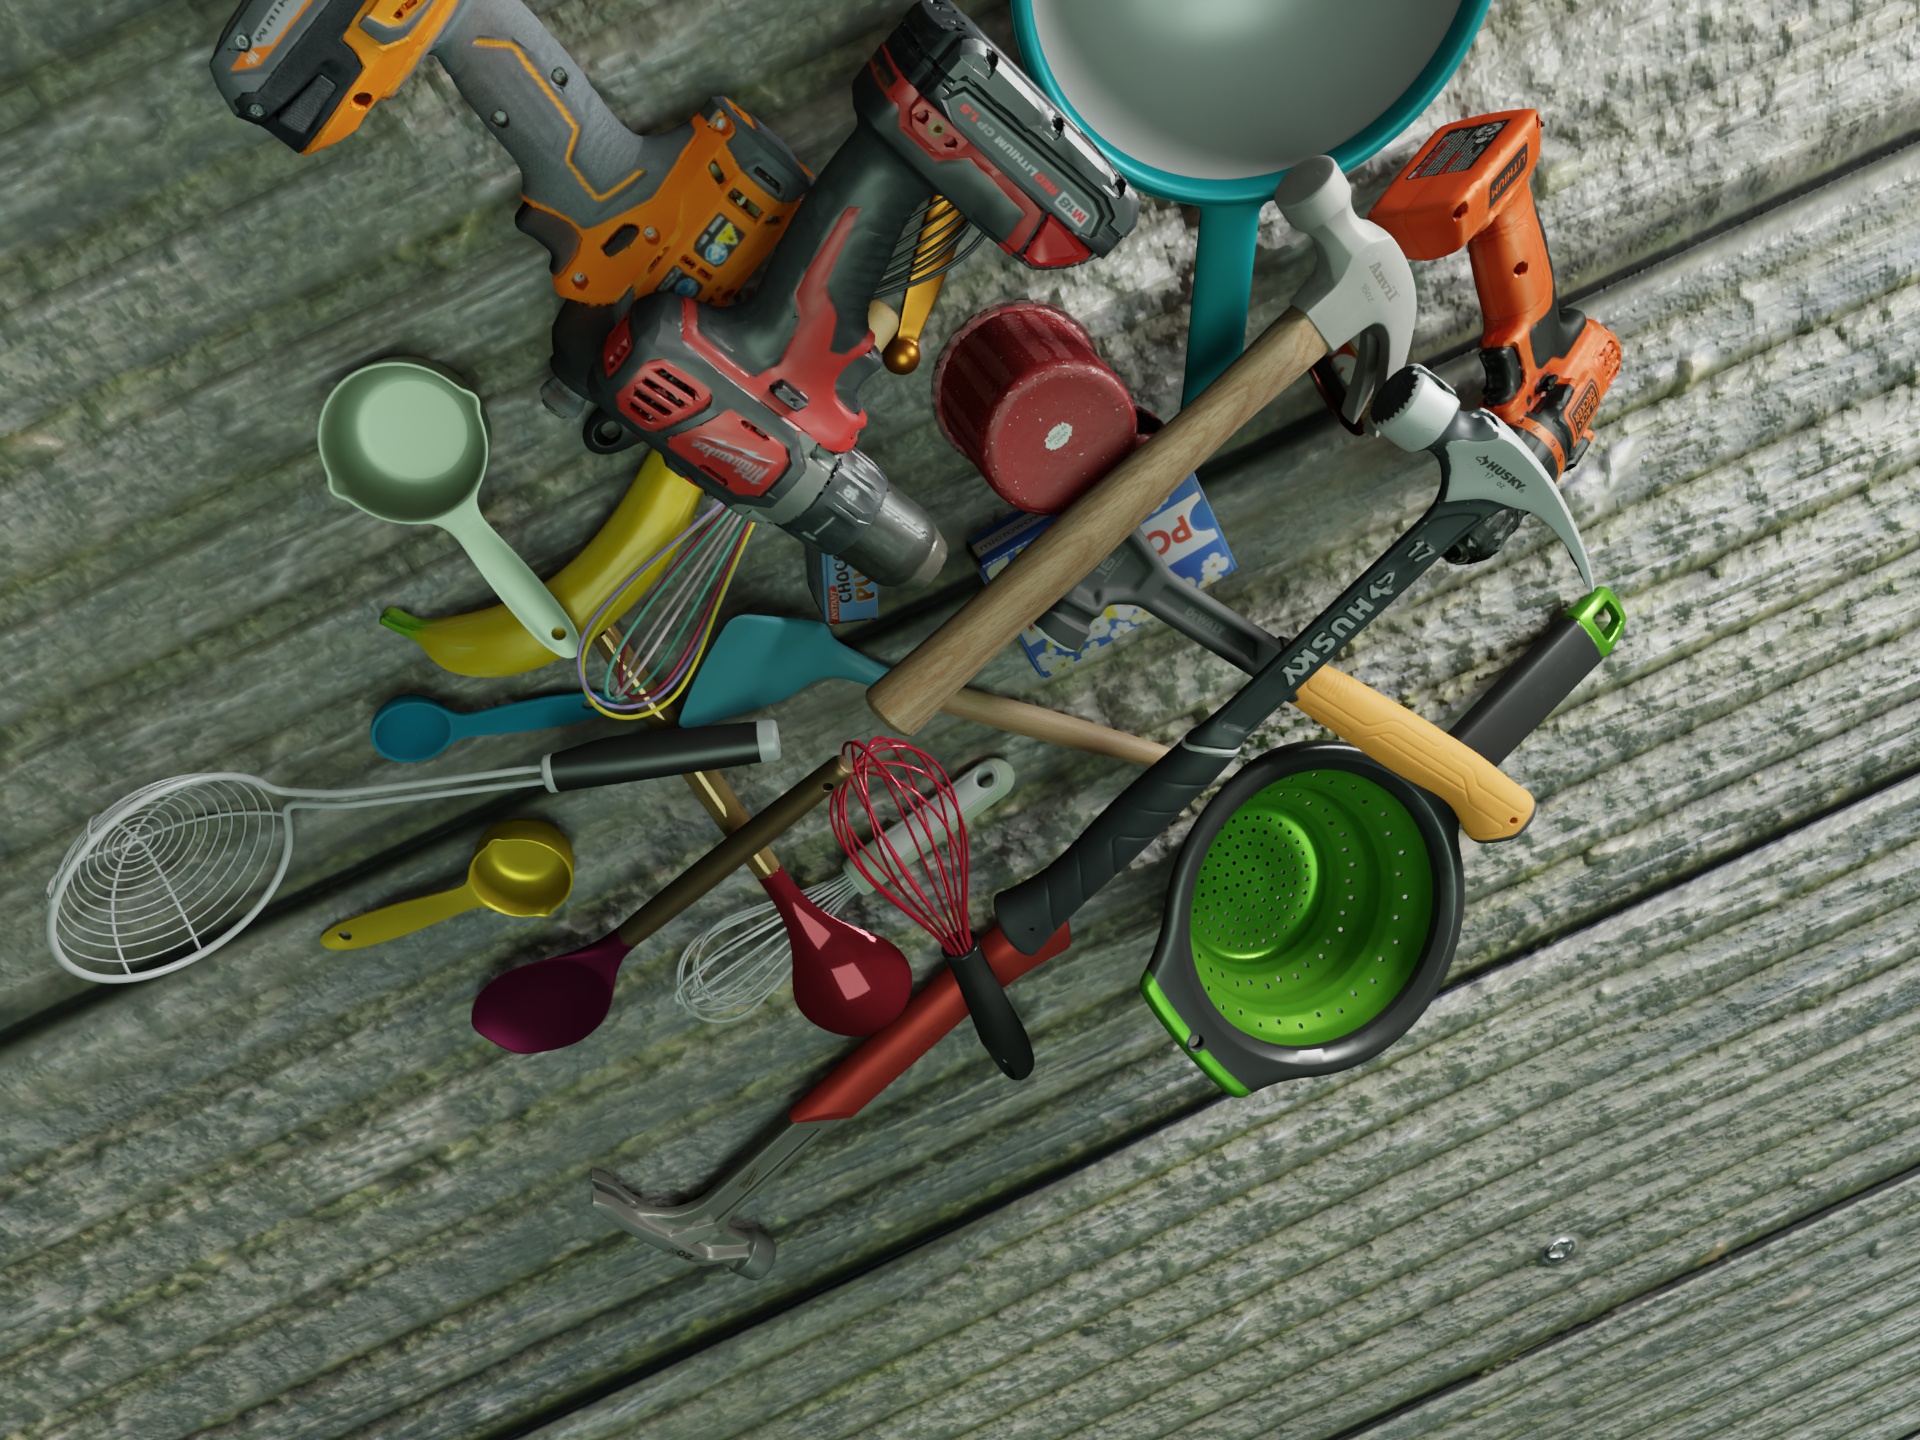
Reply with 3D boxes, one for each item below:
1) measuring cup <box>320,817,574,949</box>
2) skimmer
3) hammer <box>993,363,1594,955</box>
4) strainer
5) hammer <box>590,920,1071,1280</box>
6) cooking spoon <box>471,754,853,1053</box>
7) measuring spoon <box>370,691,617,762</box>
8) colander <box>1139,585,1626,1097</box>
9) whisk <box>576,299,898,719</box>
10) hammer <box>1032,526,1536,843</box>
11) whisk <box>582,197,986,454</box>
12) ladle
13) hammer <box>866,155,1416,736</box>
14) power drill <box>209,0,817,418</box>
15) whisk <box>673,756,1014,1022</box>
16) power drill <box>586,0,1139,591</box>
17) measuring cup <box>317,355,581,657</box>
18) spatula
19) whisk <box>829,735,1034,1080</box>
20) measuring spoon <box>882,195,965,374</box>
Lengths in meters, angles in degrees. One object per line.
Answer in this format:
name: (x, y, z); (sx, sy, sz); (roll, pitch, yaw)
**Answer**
measuring cup: (-0.291, 0.096, 0.901); (0.156, 0.029, 0.062); (-19, 125, 9)
skimmer: (-0.272, 0.060, 0.819); (0.363, 0.090, 0.127); (-8, 144, -3)
hammer: (0.152, 0.001, 0.853); (0.149, 0.036, 0.408); (30, 123, -20)
strainer: (0.122, -0.298, 0.740); (0.211, 0.095, 0.340); (-4, 134, -3)
hammer: (-0.072, 0.229, 1.036); (0.359, 0.037, 0.149); (-43, 123, 12)
cooking spoon: (-0.172, 0.109, 0.900); (0.319, 0.017, 0.068); (-37, 119, 27)
measuring spoon: (-0.250, -0.006, 0.853); (0.128, 0.021, 0.042); (-9, 135, -22)
colander: (0.260, 0.054, 1.002); (0.397, 0.094, 0.204); (-43, 107, -10)
whisk: (-0.105, -0.103, 0.788); (0.245, 0.047, 0.051); (-54, 151, -1)
hammer: (0.205, -0.024, 0.892); (0.336, 0.034, 0.127); (30, 109, -22)
whisk: (-0.085, -0.197, 0.761); (0.239, 0.055, 0.055); (-31, 124, 11)
ladle: (-0.120, 0.064, 0.891); (0.069, 0.031, 0.315); (-32, 111, 0)
hammer: (0.084, -0.110, 0.775); (0.331, 0.031, 0.129); (-42, 129, 11)
power drill: (-0.195, -0.240, 0.684); (0.226, 0.084, 0.164); (32, 108, -34)
whisk: (-0.070, 0.099, 0.952); (0.246, 0.058, 0.059); (-36, 158, 2)
power drill: (-0.027, -0.171, 0.699); (0.187, 0.080, 0.226); (34, 113, -31)
measuring cup: (-0.236, -0.100, 0.768); (0.083, 0.038, 0.167); (-32, 115, 5)
spatula: (-0.001, -0.003, 0.908); (0.317, 0.044, 0.082); (14, 127, -25)
whisk: (-0.007, 0.119, 0.933); (0.073, 0.073, 0.295); (-24, 128, -1)
measuring spoon: (-0.014, -0.225, 0.786); (0.021, 0.011, 0.117); (10, 117, -22)
